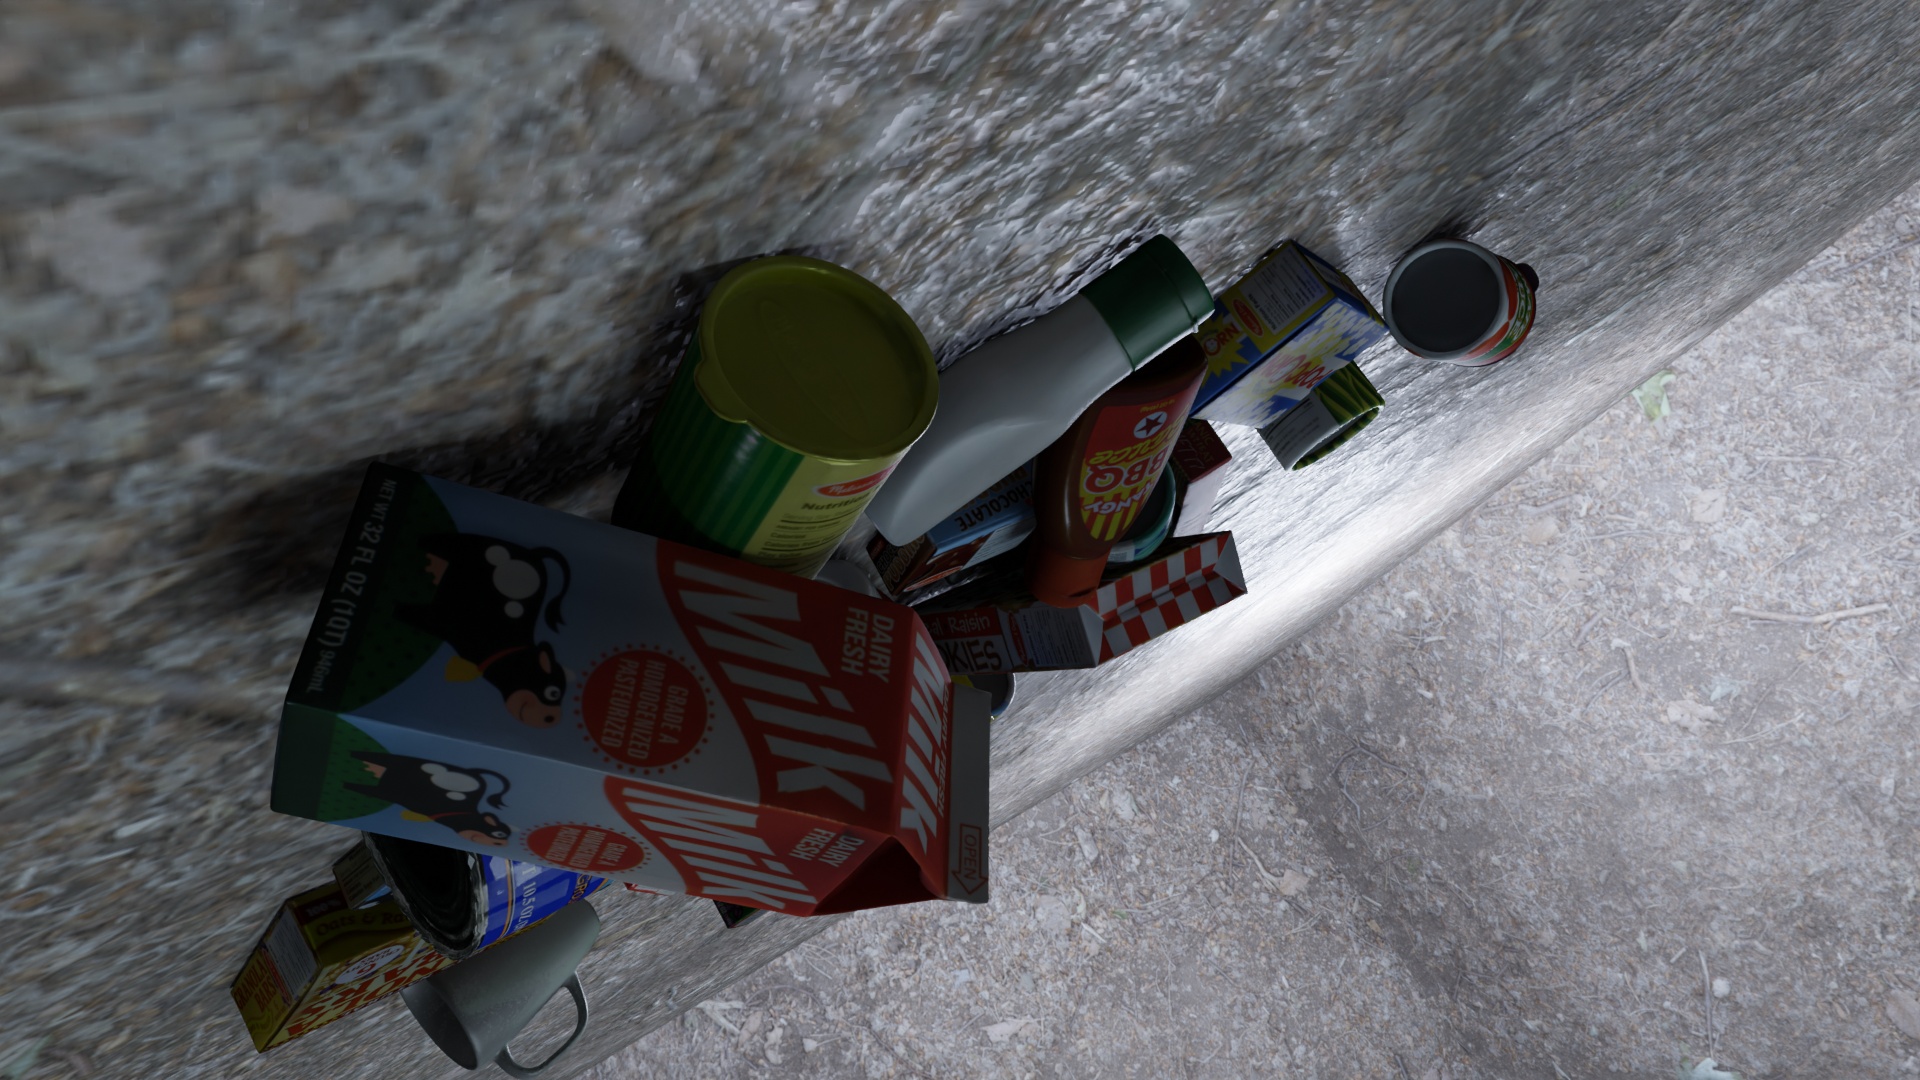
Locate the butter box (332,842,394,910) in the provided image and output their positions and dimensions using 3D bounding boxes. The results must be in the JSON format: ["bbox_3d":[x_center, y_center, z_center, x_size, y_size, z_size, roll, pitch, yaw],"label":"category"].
[{"bbox_3d":[-0.226,0.127,0.623,0.103,0.024,0.053,-38,164,18],"label":"butter box"}]

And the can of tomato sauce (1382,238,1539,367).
[{"bbox_3d":[0.279,-0.131,0.769,0.071,0.071,0.083,-41,163,27],"label":"can of tomato sauce"}]

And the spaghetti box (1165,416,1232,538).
[{"bbox_3d":[0.121,-0.026,0.815,0.029,0.050,0.249,-31,166,-3],"label":"spaghetti box"}]

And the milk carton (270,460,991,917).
[{"bbox_3d":[-0.078,0.050,0.385,0.191,0.073,0.073,16,143,-19],"label":"milk carton"}]

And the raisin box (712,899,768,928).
[{"bbox_3d":[-0.124,0.199,0.961,0.123,0.086,0.040,-35,164,8],"label":"raisin box"}]

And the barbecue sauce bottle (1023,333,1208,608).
[{"bbox_3d":[0.059,-0.029,0.609,0.065,0.044,0.147,-18,146,-25],"label":"barbecue sauce bottle"}]

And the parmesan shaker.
[{"bbox_3d":[-0.059,-0.023,0.399,0.071,0.071,0.102,-22,163,-38],"label":"parmesan shaker"}]

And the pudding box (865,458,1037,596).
[{"bbox_3d":[0.002,-0.008,0.656,0.084,0.030,0.049,-22,163,-36],"label":"pudding box"}]

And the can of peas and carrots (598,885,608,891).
[{"bbox_3d":[-0.159,0.100,0.564,0.071,0.059,0.070,-40,151,-28],"label":"can of peas and carrots"}]

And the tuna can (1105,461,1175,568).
[{"bbox_3d":[0.075,-0.024,0.693,0.071,0.071,0.032,-32,164,-4],"label":"tuna can"}]

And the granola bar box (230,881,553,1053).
[{"bbox_3d":[-0.272,0.194,0.717,0.166,0.039,0.123,-17,159,-47],"label":"granola bar box"}]

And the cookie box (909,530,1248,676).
[{"bbox_3d":[0.054,0.037,0.767,0.123,0.040,0.167,-21,-173,-38],"label":"cookie box"}]

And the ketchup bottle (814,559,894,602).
[{"bbox_3d":[-0.047,0.050,0.693,0.043,0.065,0.148,-55,161,-13],"label":"ketchup bottle"}]

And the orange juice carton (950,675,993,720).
[{"bbox_3d":[-0.080,0.139,0.886,0.192,0.072,0.073,-39,164,22],"label":"orange juice carton"}]

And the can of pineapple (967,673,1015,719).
[{"bbox_3d":[-0.006,0.101,0.936,0.071,0.071,0.057,-21,161,-39],"label":"can of pineapple"}]

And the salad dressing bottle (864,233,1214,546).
[{"bbox_3d":[0.024,-0.057,0.516,0.147,0.044,0.064,-35,164,2],"label":"salad dressing bottle"}]

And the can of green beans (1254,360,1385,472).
[{"bbox_3d":[0.193,-0.079,0.775,0.071,0.058,0.071,-31,166,-9],"label":"can of green beans"}]

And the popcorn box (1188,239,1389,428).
[{"bbox_3d":[0.151,-0.096,0.671,0.085,0.038,0.127,-40,164,23],"label":"popcorn box"}]
